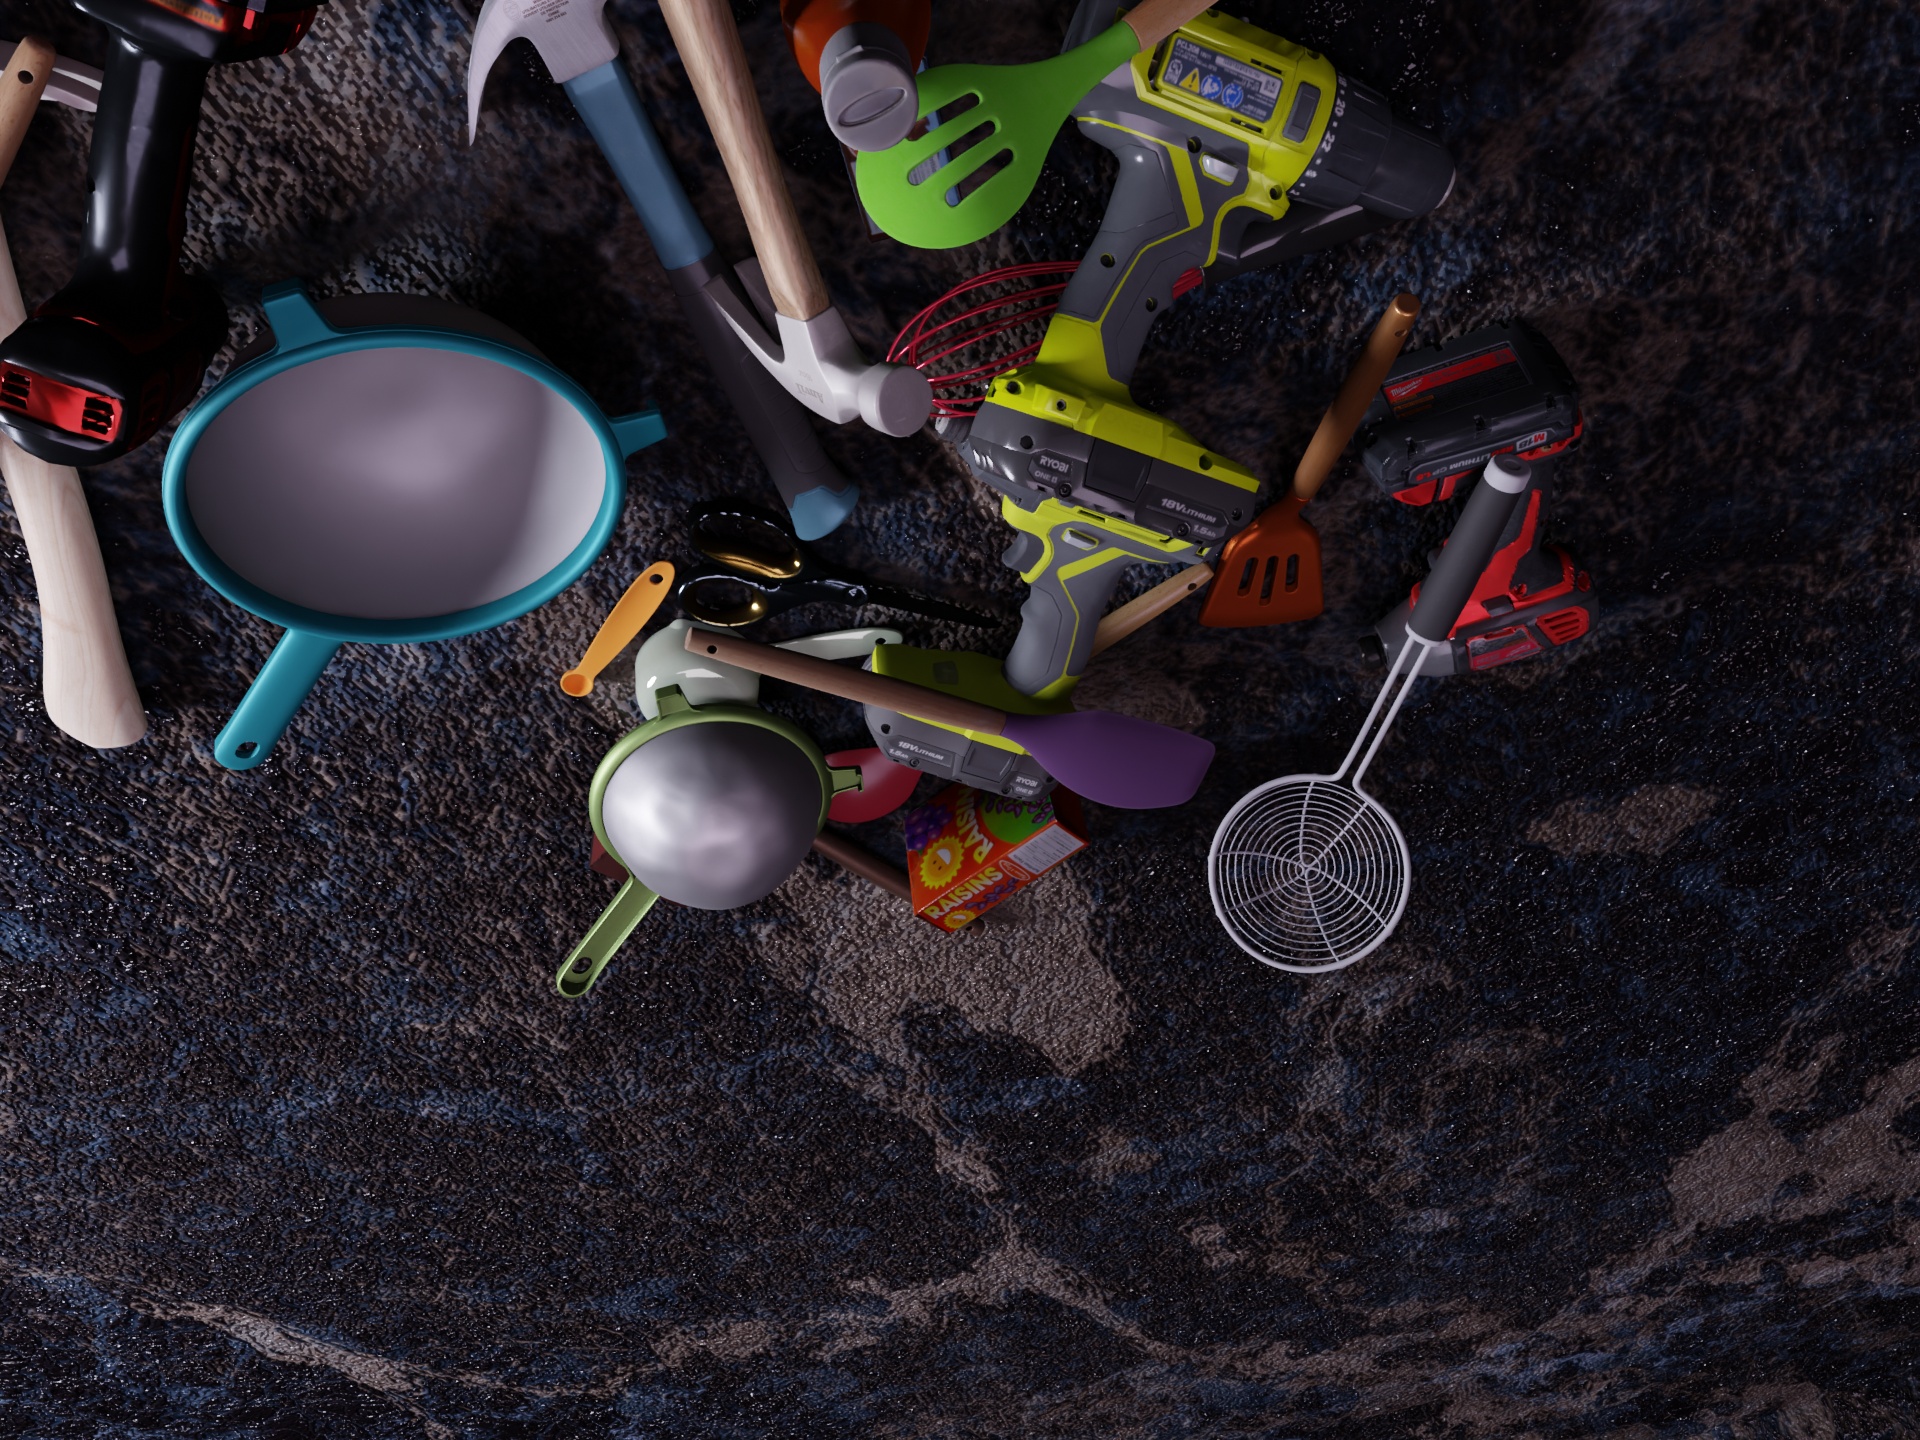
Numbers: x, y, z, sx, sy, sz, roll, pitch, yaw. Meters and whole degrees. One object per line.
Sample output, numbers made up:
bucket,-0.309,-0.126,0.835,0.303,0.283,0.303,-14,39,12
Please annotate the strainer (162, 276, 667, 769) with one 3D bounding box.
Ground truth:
strainer,-0.317,-0.102,0.823,0.210,0.095,0.340,12,137,-40

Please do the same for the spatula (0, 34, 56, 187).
spatula,-0.481,-0.181,0.723,0.082,0.044,0.317,28,119,-33

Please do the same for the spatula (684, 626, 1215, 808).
spatula,-0.001,-0.003,0.895,0.315,0.018,0.059,16,115,-18

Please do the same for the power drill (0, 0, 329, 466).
power drill,-0.332,-0.230,0.669,0.080,0.188,0.226,18,111,-16

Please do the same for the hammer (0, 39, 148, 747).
hammer,-0.464,-0.139,0.810,0.146,0.038,0.410,0,135,-11

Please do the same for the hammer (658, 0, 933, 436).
hammer,-0.103,-0.274,0.650,0.031,0.130,0.331,-35,127,-21

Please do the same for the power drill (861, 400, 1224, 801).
power drill,0.034,-0.073,0.912,0.171,0.080,0.223,17,120,-18

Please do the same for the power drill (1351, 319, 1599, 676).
power drill,0.292,-0.111,0.927,0.143,0.079,0.219,-17,137,9

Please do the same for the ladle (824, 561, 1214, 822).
ladle,0.026,-0.014,1.016,0.315,0.031,0.069,-32,130,19

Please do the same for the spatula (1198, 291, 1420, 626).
spatula,0.194,-0.129,0.863,0.081,0.041,0.322,-5,162,-4

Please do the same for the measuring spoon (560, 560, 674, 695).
measuring spoon,-0.205,-0.056,0.951,0.021,0.011,0.117,27,121,-29

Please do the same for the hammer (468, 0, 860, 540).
hammer,-0.126,-0.218,0.784,0.128,0.033,0.330,-19,134,9

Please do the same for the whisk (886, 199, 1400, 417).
whisk,0.101,-0.222,0.802,0.296,0.073,0.073,-21,134,3

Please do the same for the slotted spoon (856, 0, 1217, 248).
slotted spoon,0.091,-0.304,0.667,0.314,0.031,0.070,-36,102,-3

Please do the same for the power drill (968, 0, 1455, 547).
power drill,0.114,-0.203,0.742,0.190,0.080,0.228,16,100,-15

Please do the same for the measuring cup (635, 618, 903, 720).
measuring cup,-0.116,-0.028,0.969,0.167,0.038,0.083,-9,135,4

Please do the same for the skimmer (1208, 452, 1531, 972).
skimmer,0.246,0.009,0.934,0.127,0.090,0.363,23,137,9

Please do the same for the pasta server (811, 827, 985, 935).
pasta server,-0.092,0.089,1.090,0.060,0.040,0.316,-39,129,23

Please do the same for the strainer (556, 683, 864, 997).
strainer,-0.181,0.104,0.992,0.151,0.069,0.256,26,116,-31
